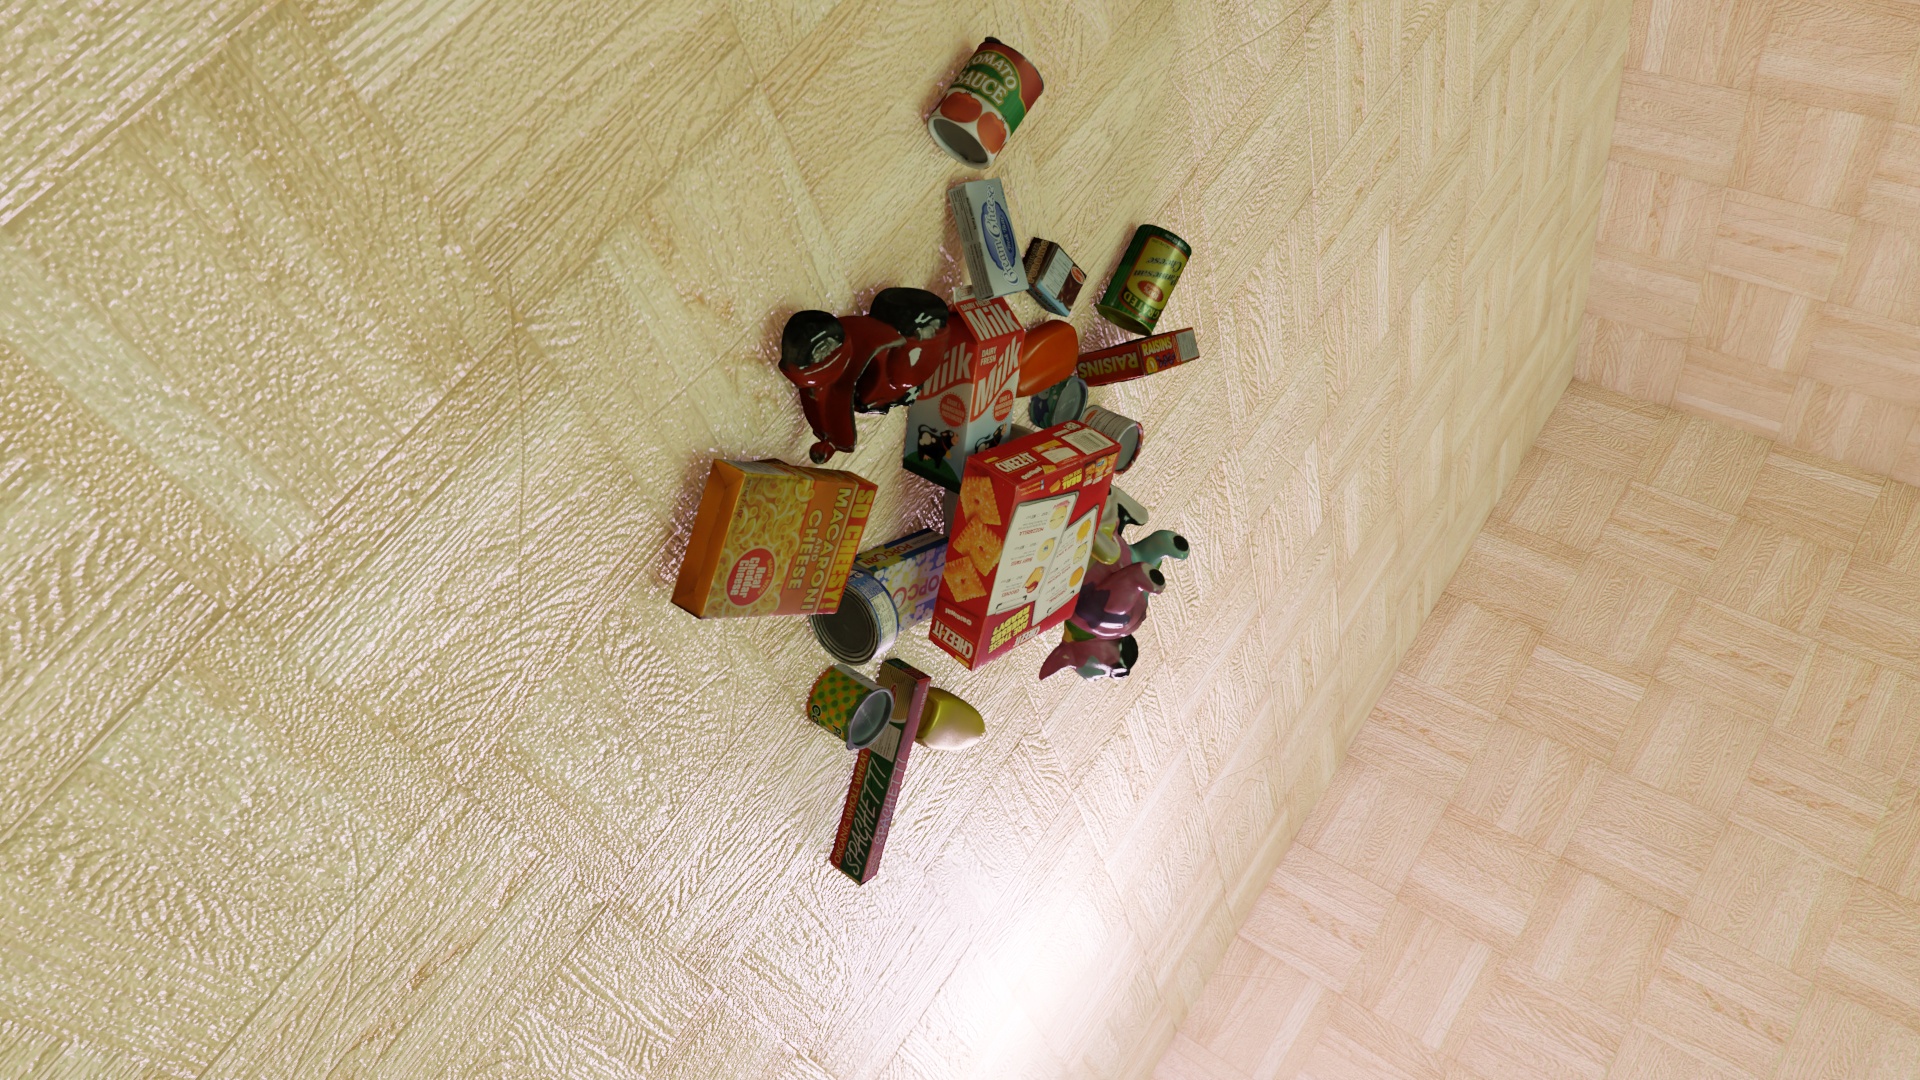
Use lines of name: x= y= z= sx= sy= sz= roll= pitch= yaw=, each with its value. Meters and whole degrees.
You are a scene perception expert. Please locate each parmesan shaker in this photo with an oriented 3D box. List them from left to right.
parmesan shaker: x=0.198 y=-0.283 z=1.504 sx=0.103 sy=0.071 sz=0.071 roll=-63 pitch=150 yaw=-3

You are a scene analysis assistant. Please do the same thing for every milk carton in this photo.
milk carton: x=0.004 y=-0.148 z=1.292 sx=0.072 sy=0.073 sz=0.189 roll=-24 pitch=131 yaw=-47

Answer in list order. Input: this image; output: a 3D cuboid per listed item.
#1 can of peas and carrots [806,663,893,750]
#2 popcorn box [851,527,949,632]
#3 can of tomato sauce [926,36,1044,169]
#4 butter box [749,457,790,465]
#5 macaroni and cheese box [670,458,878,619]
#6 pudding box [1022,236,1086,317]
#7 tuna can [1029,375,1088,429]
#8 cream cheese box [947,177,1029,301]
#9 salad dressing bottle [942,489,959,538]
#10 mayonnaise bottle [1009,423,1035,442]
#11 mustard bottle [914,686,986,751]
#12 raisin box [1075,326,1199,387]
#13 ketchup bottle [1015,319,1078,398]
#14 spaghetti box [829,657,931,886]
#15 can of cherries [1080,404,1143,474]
can of peas and carrots: x=-0.110 y=0.164 z=1.361 sx=0.071 sy=0.059 sz=0.070 roll=-36 pitch=140 yaw=-38
popcorn box: x=-0.063 y=0.045 z=1.365 sx=0.127 sy=0.038 sz=0.084 roll=-22 pitch=130 yaw=-50
can of tomato sauce: x=0.020 y=-0.365 z=1.162 sx=0.083 sy=0.071 sz=0.071 roll=-57 pitch=149 yaw=-11
butter box: x=-0.174 y=-0.016 z=1.161 sx=0.053 sy=0.024 sz=0.103 roll=-14 pitch=123 yaw=-52
macaroni and cheese box: x=-0.150 y=-0.001 z=1.143 sx=0.167 sy=0.040 sz=0.123 roll=2 pitch=111 yaw=-56
pudding box: x=0.091 y=-0.262 z=1.385 sx=0.083 sy=0.030 sz=0.049 roll=28 pitch=87 yaw=-60
tuna can: x=0.105 y=-0.150 z=1.489 sx=0.071 sy=0.033 sz=0.070 roll=-37 pitch=140 yaw=-39
cream cheese box: x=0.025 y=-0.269 z=1.240 sx=0.053 sy=0.024 sz=0.103 roll=-24 pitch=102 yaw=-46
salad dressing bottle: x=0.005 y=-0.018 z=1.418 sx=0.064 sy=0.044 sz=0.147 roll=1 pitch=112 yaw=-42
mayonnaise bottle: x=0.086 y=-0.092 z=1.476 sx=0.148 sy=0.065 sz=0.041 roll=11 pitch=100 yaw=-63
mustard bottle: x=-0.010 y=0.205 z=1.556 sx=0.065 sy=0.049 sz=0.160 roll=-63 pitch=150 yaw=-3
raisin box: x=0.195 y=-0.202 z=1.535 sx=0.124 sy=0.086 sz=0.040 roll=-22 pitch=102 yaw=-49
ketchup bottle: x=0.060 y=-0.171 z=1.391 sx=0.149 sy=0.043 sz=0.064 roll=-33 pitch=136 yaw=-42
spaghetti box: x=-0.086 y=0.245 z=1.466 sx=0.029 sy=0.050 sz=0.249 roll=-10 pitch=120 yaw=-53
can of cherries: x=0.169 y=-0.113 z=1.589 sx=0.072 sy=0.058 sz=0.071 roll=-36 pitch=139 yaw=-39
